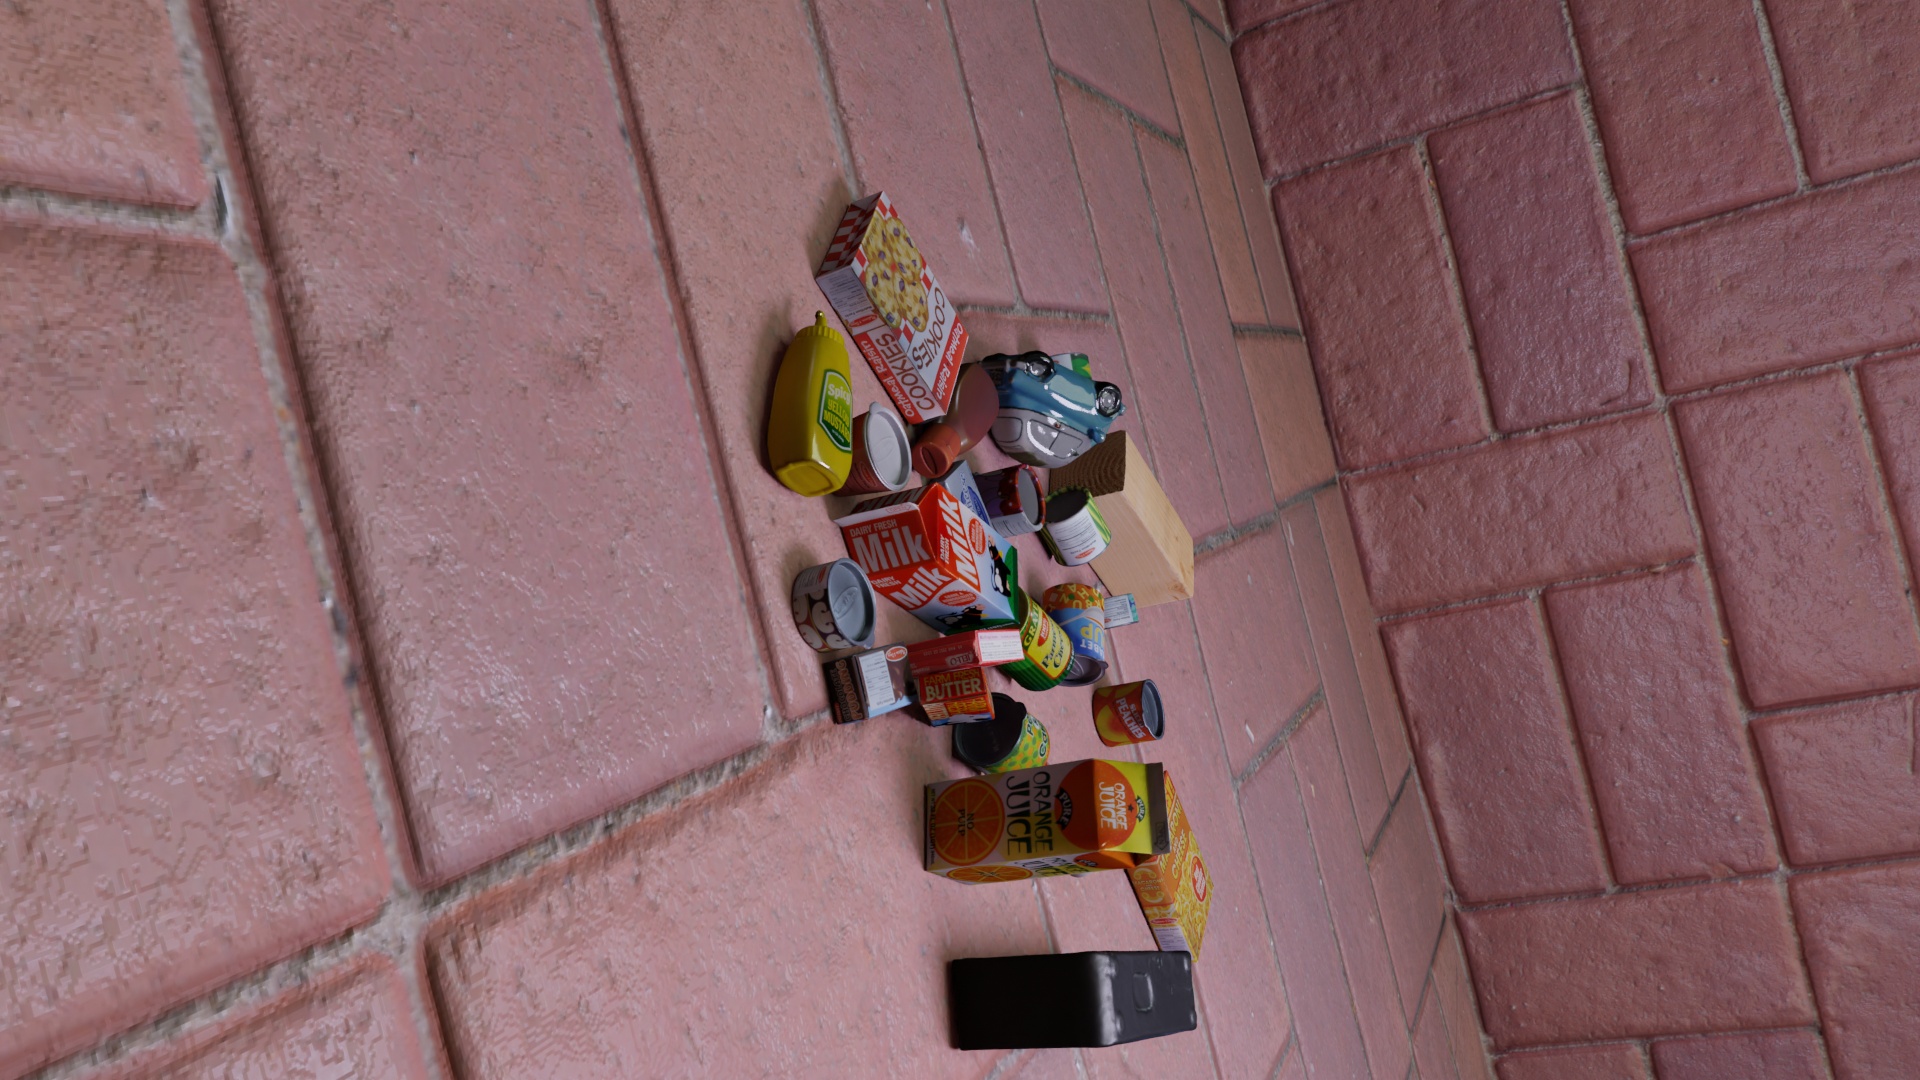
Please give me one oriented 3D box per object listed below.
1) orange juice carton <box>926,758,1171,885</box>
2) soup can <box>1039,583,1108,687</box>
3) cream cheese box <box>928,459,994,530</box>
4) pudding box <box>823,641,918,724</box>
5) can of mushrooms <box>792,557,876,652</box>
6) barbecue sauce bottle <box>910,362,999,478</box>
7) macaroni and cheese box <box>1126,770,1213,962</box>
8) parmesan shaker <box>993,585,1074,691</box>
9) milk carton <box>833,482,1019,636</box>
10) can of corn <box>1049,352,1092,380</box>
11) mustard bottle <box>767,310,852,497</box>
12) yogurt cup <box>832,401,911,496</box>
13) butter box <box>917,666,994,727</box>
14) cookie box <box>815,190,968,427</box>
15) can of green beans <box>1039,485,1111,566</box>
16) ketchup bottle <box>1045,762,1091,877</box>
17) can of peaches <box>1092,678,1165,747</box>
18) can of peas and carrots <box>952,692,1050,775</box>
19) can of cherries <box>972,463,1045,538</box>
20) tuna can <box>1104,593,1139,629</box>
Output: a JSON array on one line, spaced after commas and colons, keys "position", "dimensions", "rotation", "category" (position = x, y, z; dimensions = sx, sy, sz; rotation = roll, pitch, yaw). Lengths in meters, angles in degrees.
[{"position": [0.072, 0.220, 1.088], "dimensions": [0.073, 0.192, 0.072], "rotation": [37, 46, -53], "category": "orange juice carton"}, {"position": [0.113, 0.093, 1.381], "dimensions": [0.071, 0.071, 0.084], "rotation": [48, 37, -45], "category": "soup can"}, {"position": [0.005, -0.016, 1.266], "dimensions": [0.053, 0.024, 0.103], "rotation": [-48, 120, -55], "category": "cream cheese box"}, {"position": [-0.066, 0.108, 1.051], "dimensions": [0.084, 0.030, 0.049], "rotation": [-9, 84, -65], "category": "pudding box"}, {"position": [-0.092, 0.050, 1.025], "dimensions": [0.071, 0.033, 0.071], "rotation": [42, 41, -50], "category": "can of mushrooms"}, {"position": [-0.006, -0.107, 1.273], "dimensions": [0.064, 0.043, 0.149], "rotation": [65, 28, -22], "category": "barbecue sauce bottle"}, {"position": [0.224, 0.355, 1.511], "dimensions": [0.166, 0.040, 0.124], "rotation": [66, 27, -20], "category": "macaroni and cheese box"}, {"position": [0.056, 0.087, 1.271], "dimensions": [0.103, 0.071, 0.071], "rotation": [44, 40, -49], "category": "parmesan shaker"}, {"position": [-0.024, 0.012, 1.139], "dimensions": [0.190, 0.072, 0.074], "rotation": [38, 45, -53], "category": "milk carton"}, {"position": [0.114, -0.168, 1.525], "dimensions": [0.071, 0.071, 0.058], "rotation": [9, 70, -63], "category": "can of corn"}, {"position": [-0.110, -0.114, 1.053], "dimensions": [0.065, 0.049, 0.161], "rotation": [43, 40, -51], "category": "mustard bottle"}, {"position": [-0.077, -0.066, 1.091], "dimensions": [0.072, 0.054, 0.073], "rotation": [40, 43, -51], "category": "yogurt cup"}, {"position": [-0.003, 0.126, 1.106], "dimensions": [0.103, 0.053, 0.024], "rotation": [77, 5, -71], "category": "butter box"}, {"position": [-0.056, -0.203, 1.225], "dimensions": [0.167, 0.040, 0.123], "rotation": [56, 31, -33], "category": "cookie box"}, {"position": [0.116, -0.016, 1.451], "dimensions": [0.057, 0.071, 0.071], "rotation": [60, 30, -31], "category": "can of green beans"}, {"position": [0.082, 0.252, 1.266], "dimensions": [0.148, 0.043, 0.065], "rotation": [57, 31, -36], "category": "ketchup bottle"}, {"position": [0.180, 0.186, 1.487], "dimensions": [0.071, 0.058, 0.071], "rotation": [39, 44, -52], "category": "can of peaches"}, {"position": [0.038, 0.169, 1.187], "dimensions": [0.058, 0.071, 0.071], "rotation": [44, 40, -49], "category": "can of peas and carrots"}, {"position": [0.041, -0.038, 1.316], "dimensions": [0.071, 0.058, 0.072], "rotation": [37, 46, -52], "category": "can of cherries"}, {"position": [0.155, 0.079, 1.485], "dimensions": [0.071, 0.071, 0.033], "rotation": [-1, 78, -64], "category": "tuna can"}]
